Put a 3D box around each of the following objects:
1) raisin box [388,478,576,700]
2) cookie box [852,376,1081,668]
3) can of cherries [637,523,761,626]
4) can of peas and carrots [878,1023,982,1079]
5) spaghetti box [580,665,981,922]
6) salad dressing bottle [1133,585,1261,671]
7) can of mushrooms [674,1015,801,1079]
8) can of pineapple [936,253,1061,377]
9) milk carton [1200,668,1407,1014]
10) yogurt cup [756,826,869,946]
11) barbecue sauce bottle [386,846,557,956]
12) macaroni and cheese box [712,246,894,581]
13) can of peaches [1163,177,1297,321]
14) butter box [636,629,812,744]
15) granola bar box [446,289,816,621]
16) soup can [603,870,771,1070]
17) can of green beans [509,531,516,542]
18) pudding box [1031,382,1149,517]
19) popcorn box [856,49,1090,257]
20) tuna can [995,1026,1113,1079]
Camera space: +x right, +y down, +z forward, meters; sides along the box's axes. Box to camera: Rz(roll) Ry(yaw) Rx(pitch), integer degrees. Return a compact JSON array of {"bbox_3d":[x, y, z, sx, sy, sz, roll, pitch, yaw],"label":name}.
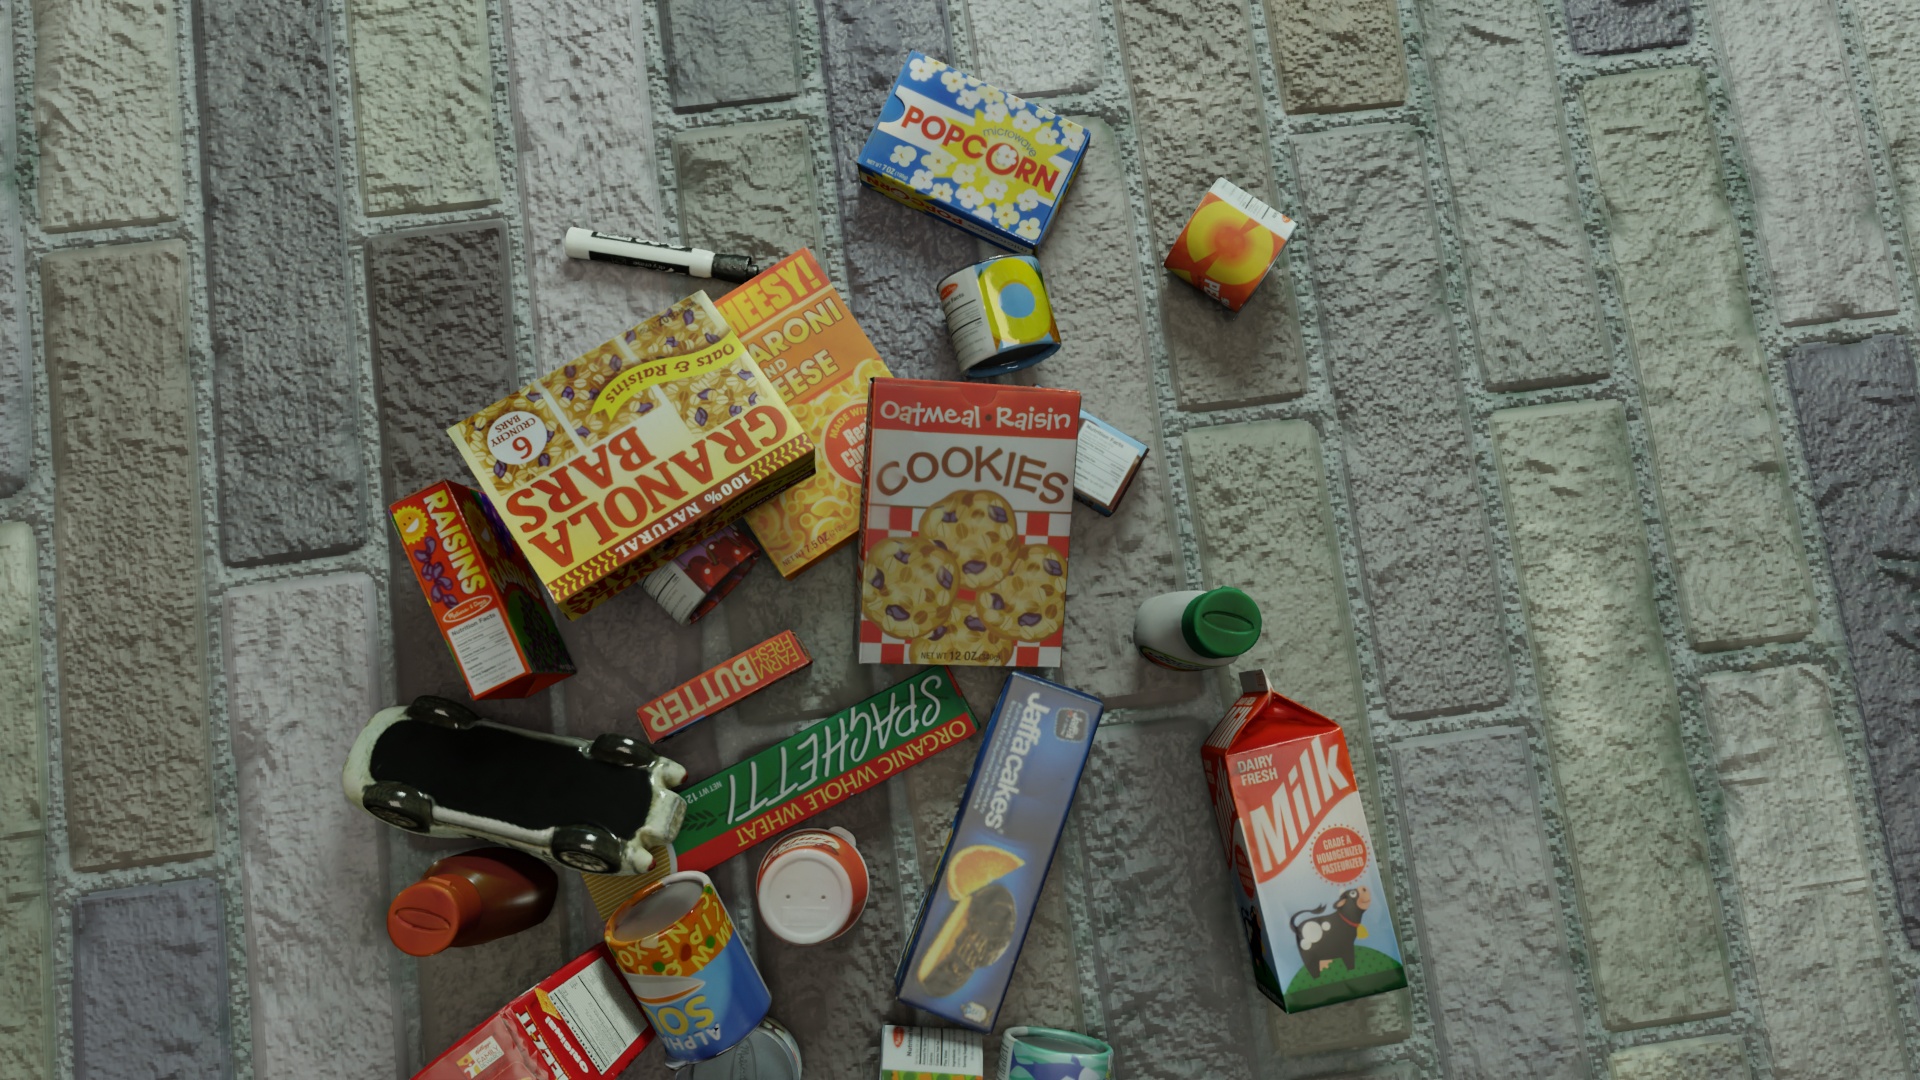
[{"bbox_3d":[-0.279,0.031,0.814,0.040,0.086,0.123,-26,84,0],"label":"raisin box"},{"bbox_3d":[0.003,-0.010,0.822,0.123,0.040,0.167,2,98,-11],"label":"cookie box"},{"bbox_3d":[-0.161,0.008,0.833,0.058,0.071,0.071,43,83,4],"label":"can of cherries"},{"bbox_3d":[-0.019,0.316,0.796,0.059,0.071,0.071,4,82,-2],"label":"can of peas and carrots"},{"bbox_3d":[-0.109,0.148,0.833,0.250,0.028,0.050,-26,85,-5],"label":"spaghetti box"},{"bbox_3d":[0.137,0.051,0.795,0.064,0.147,0.044,14,83,0],"label":"salad dressing bottle"},{"bbox_3d":[-0.128,0.311,0.808,0.071,0.033,0.071,0,83,-2],"label":"can of mushrooms"},{"bbox_3d":[0.026,-0.138,0.859,0.071,0.071,0.058,-15,84,-4],"label":"can of pineapple"},{"bbox_3d":[0.195,0.170,0.819,0.073,0.072,0.190,-12,83,-3],"label":"milk carton"},{"bbox_3d":[-0.088,0.205,0.814,0.072,0.054,0.072,0,83,-1],"label":"yogurt cup"},{"bbox_3d":[-0.269,0.197,0.760,0.065,0.148,0.044,15,82,0],"label":"barbecue sauce bottle"},{"bbox_3d":[-0.101,-0.077,0.859,0.124,0.040,0.166,-33,85,-6],"label":"macaroni and cheese box"},{"bbox_3d":[0.167,-0.183,0.870,0.058,0.071,0.071,33,83,2],"label":"can of peaches"},{"bbox_3d":[-0.139,0.087,0.828,0.103,0.053,0.024,-28,86,-5],"label":"butter box"},{"bbox_3d":[-0.184,-0.050,0.791,0.166,0.039,0.124,-33,76,-15],"label":"granola bar box"},{"bbox_3d":[-0.156,0.242,0.784,0.071,0.071,0.083,-25,107,-5],"label":"soup can"},{"bbox_3d":[-0.227,-0.015,0.832,0.058,0.071,0.071,27,83,2],"label":"can of green beans"},{"bbox_3d":[0.069,-0.056,0.867,0.084,0.030,0.050,29,84,2],"label":"pudding box"},{"bbox_3d":[0.009,-0.244,0.887,0.127,0.038,0.085,25,83,1],"label":"popcorn box"},{"bbox_3d":[0.057,0.304,0.798,0.071,0.071,0.033,9,82,-1],"label":"tuna can"}]
